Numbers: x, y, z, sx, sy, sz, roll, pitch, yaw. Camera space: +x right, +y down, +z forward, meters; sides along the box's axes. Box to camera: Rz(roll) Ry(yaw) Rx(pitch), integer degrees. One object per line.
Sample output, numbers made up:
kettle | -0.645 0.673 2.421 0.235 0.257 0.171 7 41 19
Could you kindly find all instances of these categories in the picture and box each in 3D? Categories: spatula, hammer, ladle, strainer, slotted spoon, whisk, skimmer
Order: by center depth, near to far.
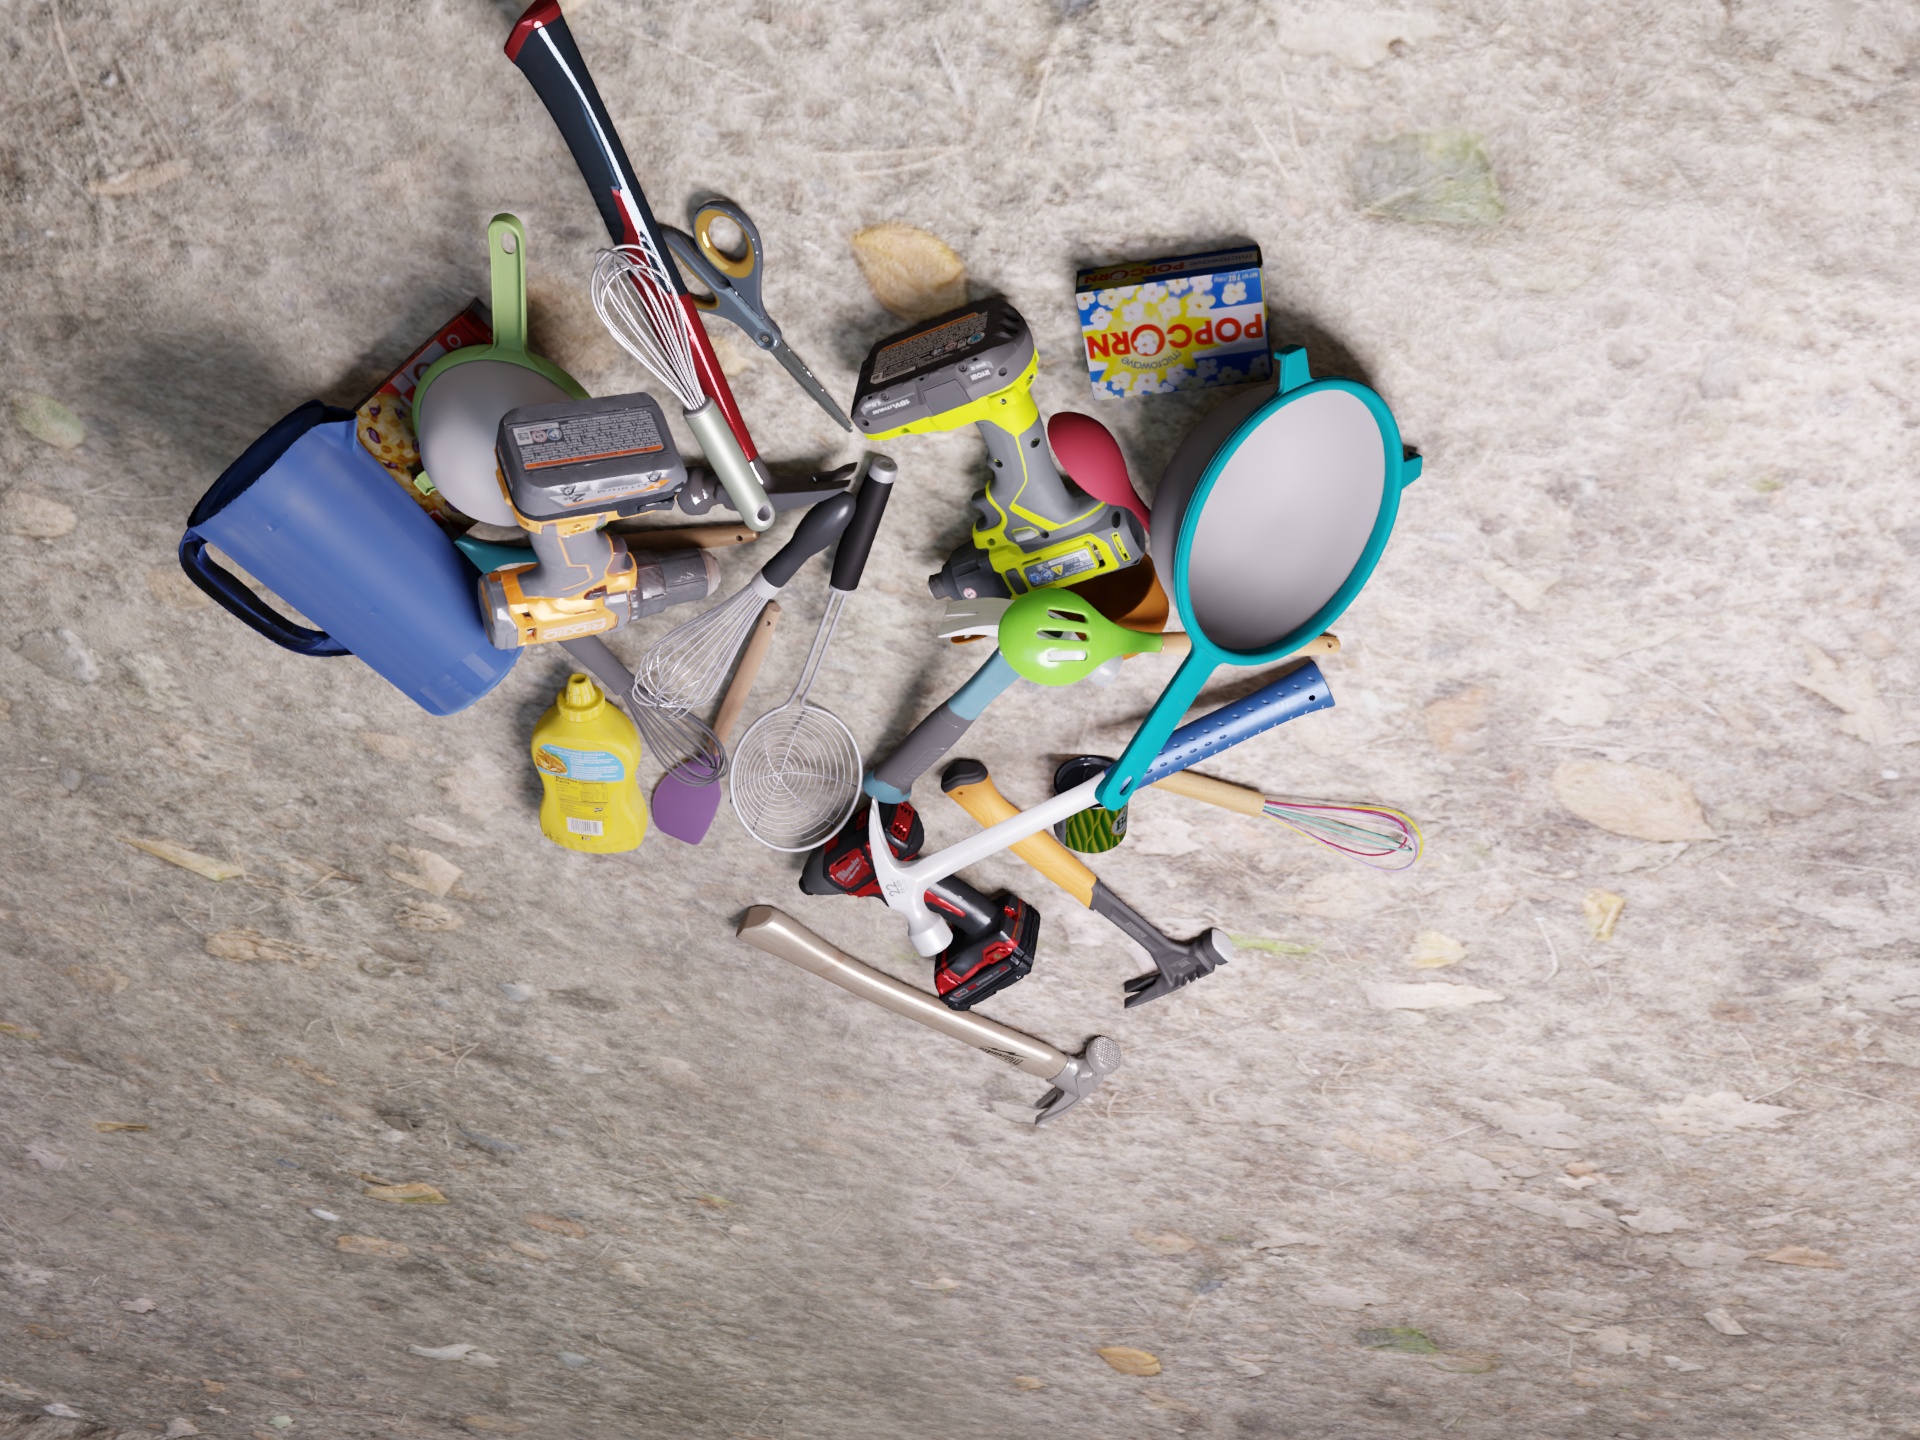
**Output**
hammer | -0.195 -0.305 1.099 0.143 0.038 0.385 -4 134 19
whisk | -0.190 -0.228 1.122 0.059 0.058 0.246 25 153 41
strainer | -0.328 -0.231 1.131 0.151 0.069 0.256 12 135 -2
strainer | 0.173 -0.098 1.132 0.210 0.095 0.340 24 102 -45
ladle | 0.157 -0.126 1.182 0.031 0.069 0.315 -19 141 27
slotted spoon | 0.167 -0.060 1.190 0.313 0.070 0.031 0 178 -32
whisk | -0.174 -0.091 1.274 0.070 0.070 0.284 35 125 -20
spatula | -0.317 -0.131 1.293 0.317 0.044 0.082 -5 127 12
hammer | -0.002 -0.004 1.296 0.128 0.033 0.331 28 147 -12
skimmer | -0.102 -0.045 1.301 0.127 0.090 0.363 -4 136 -31
hammer | 0.111 0.052 1.312 0.405 0.035 0.144 -26 106 9
whisk | -0.290 -0.030 1.369 0.055 0.055 0.238 -32 110 32
whisk | 0.283 0.077 1.382 0.245 0.051 0.047 16 111 1
spatula | -0.215 0.009 1.415 0.059 0.018 0.315 25 131 -7
hammer | 0.101 0.150 1.475 0.127 0.034 0.336 -33 118 31
hammer | -0.044 0.299 1.630 0.410 0.038 0.146 27 131 -14

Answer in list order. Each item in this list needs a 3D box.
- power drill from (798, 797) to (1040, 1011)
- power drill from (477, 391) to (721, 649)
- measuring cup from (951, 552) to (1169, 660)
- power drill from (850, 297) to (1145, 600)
power drill | -0.042 0.172 1.493 0.219 0.079 0.143 41 125 -21
power drill | -0.254 -0.138 1.164 0.185 0.084 0.226 -13 156 -24
measuring cup | 0.080 -0.075 1.242 0.173 0.095 0.052 -17 135 21
power drill | 0.018 -0.182 1.170 0.171 0.080 0.223 -16 130 20
